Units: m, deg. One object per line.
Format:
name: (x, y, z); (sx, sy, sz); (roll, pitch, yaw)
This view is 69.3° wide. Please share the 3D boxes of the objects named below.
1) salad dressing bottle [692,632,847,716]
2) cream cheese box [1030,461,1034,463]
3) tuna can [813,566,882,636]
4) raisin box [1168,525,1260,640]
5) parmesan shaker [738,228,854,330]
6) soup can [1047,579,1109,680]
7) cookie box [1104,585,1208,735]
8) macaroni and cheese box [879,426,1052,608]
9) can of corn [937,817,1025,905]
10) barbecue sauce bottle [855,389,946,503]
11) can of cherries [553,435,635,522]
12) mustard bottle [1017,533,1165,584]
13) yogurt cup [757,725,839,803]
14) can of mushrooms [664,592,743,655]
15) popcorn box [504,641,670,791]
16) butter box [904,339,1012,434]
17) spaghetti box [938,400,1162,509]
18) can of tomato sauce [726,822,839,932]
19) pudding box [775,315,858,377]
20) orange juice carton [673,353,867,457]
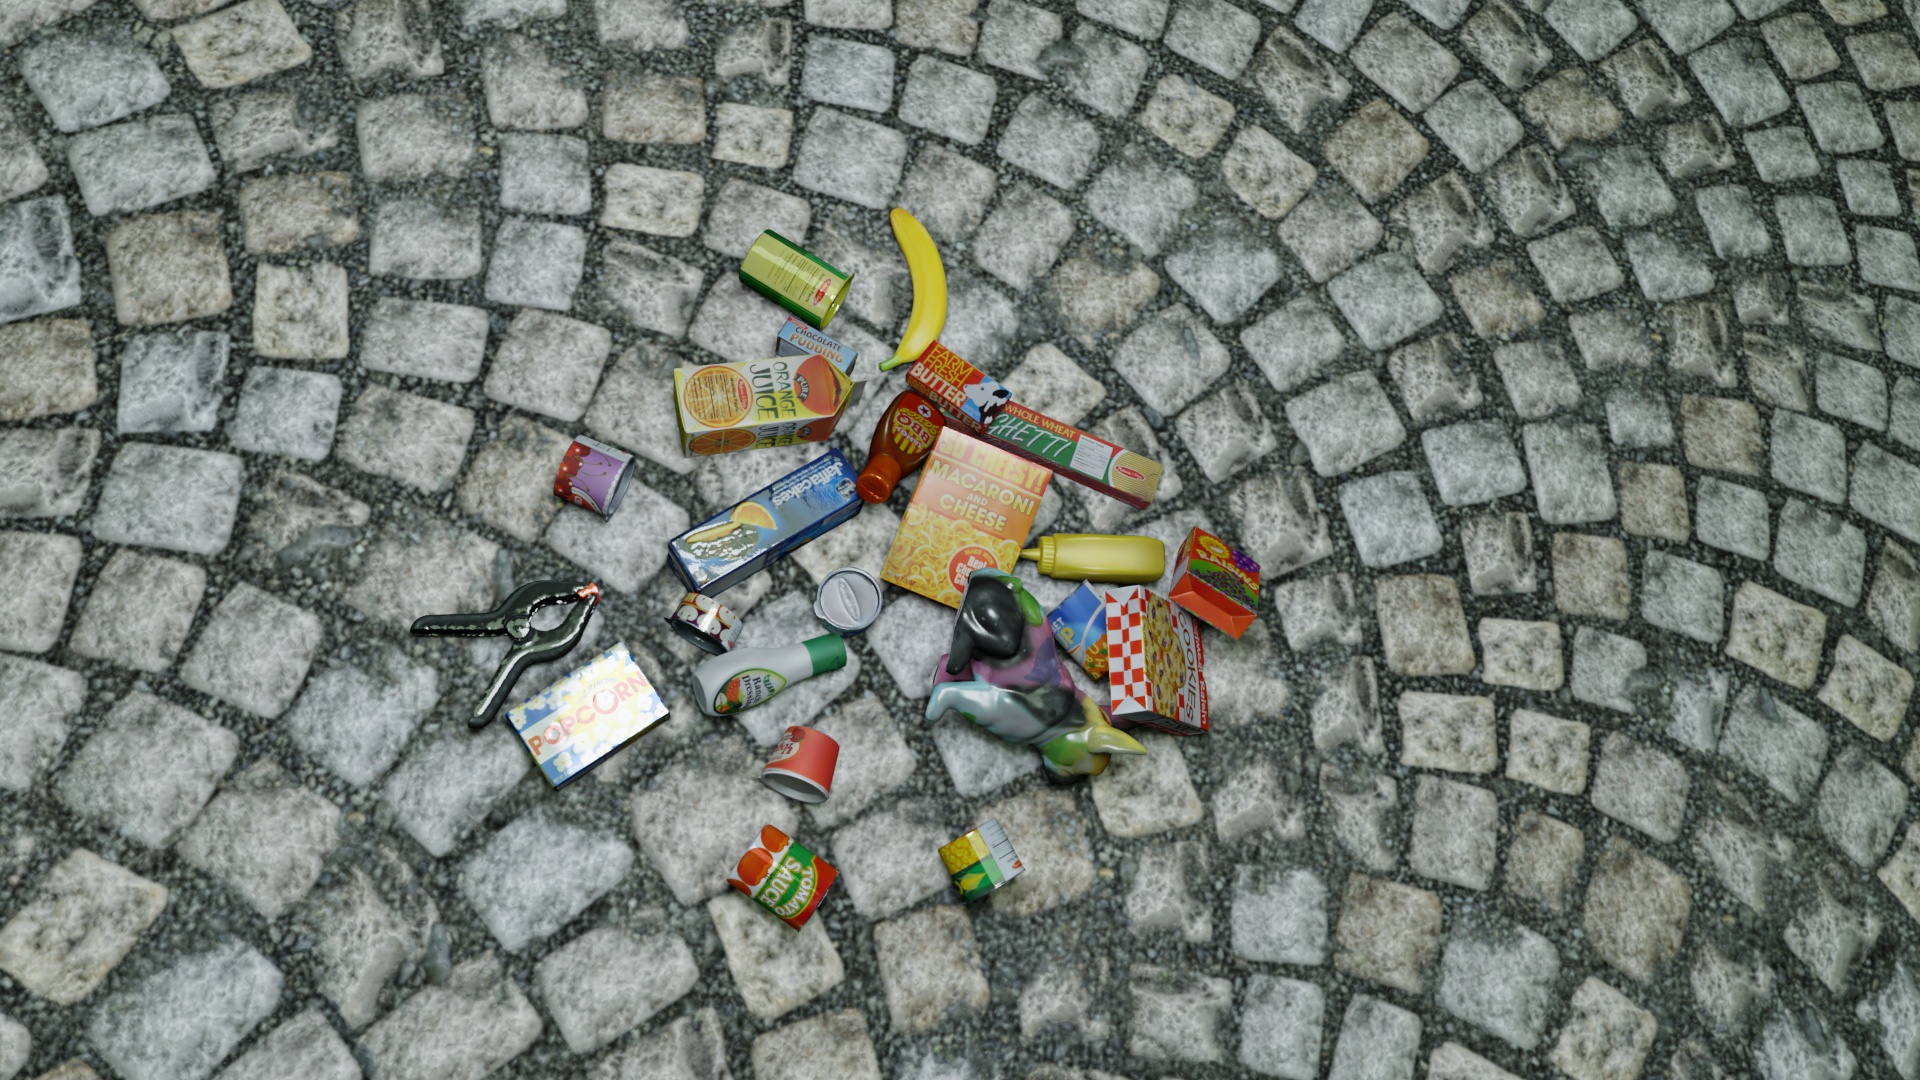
salad dressing bottle: (-0.184, 0.126, 1.349); (0.148, 0.064, 0.044); (-17, 42, -25)
cream cheese box: (0.023, -0.077, 1.465); (0.104, 0.053, 0.024); (15, 73, -7)
tuna can: (-0.116, 0.063, 1.398); (0.071, 0.032, 0.071); (4, 71, -11)
raisin box: (0.267, 0.042, 1.451); (0.086, 0.040, 0.124); (31, 26, 0)
parmesan shaker: (-0.175, -0.281, 1.481); (0.103, 0.071, 0.071); (31, 68, -1)
soup can: (0.131, 0.094, 1.426); (0.071, 0.071, 0.084); (-40, 85, -21)
cookie box: (0.199, 0.123, 1.387); (0.040, 0.167, 0.123); (-11, 70, 28)
macaroni and cheese box: (0.005, -0.018, 1.416); (0.124, 0.040, 0.166); (22, 92, -5)
can of corn: (0.018, 0.307, 1.330); (0.071, 0.071, 0.058); (-26, 79, -19)
barbecue sauce bottle: (-0.065, -0.093, 1.423); (0.065, 0.043, 0.149); (39, 40, -10)
can of cherries: (-0.361, -0.061, 1.366); (0.058, 0.071, 0.072); (22, 69, -5)
mustard bottle: (0.132, 0.017, 1.454); (0.160, 0.065, 0.049); (4, 76, -8)
yogurt cup: (-0.149, 0.213, 1.325); (0.072, 0.072, 0.054); (22, 61, -5)
can of mushrooms: (-0.248, 0.080, 1.344); (0.071, 0.070, 0.033); (30, 68, -2)
popcorn box: (-0.350, 0.165, 1.308); (0.127, 0.038, 0.085); (-33, 81, -20)
butter box: (-0.002, -0.163, 1.471); (0.103, 0.024, 0.053); (35, 67, 2)
spaghetti box: (0.096, -0.105, 1.504); (0.250, 0.028, 0.050); (23, 69, -4)
can of tomato sauce: (-0.164, 0.311, 1.284); (0.083, 0.071, 0.071); (35, 68, 1)
pudding box: (-0.152, -0.197, 1.468); (0.084, 0.049, 0.030); (29, 70, -1)
orange juice carton: (-0.193, -0.141, 1.428); (0.193, 0.071, 0.073); (-8, 74, -15)
